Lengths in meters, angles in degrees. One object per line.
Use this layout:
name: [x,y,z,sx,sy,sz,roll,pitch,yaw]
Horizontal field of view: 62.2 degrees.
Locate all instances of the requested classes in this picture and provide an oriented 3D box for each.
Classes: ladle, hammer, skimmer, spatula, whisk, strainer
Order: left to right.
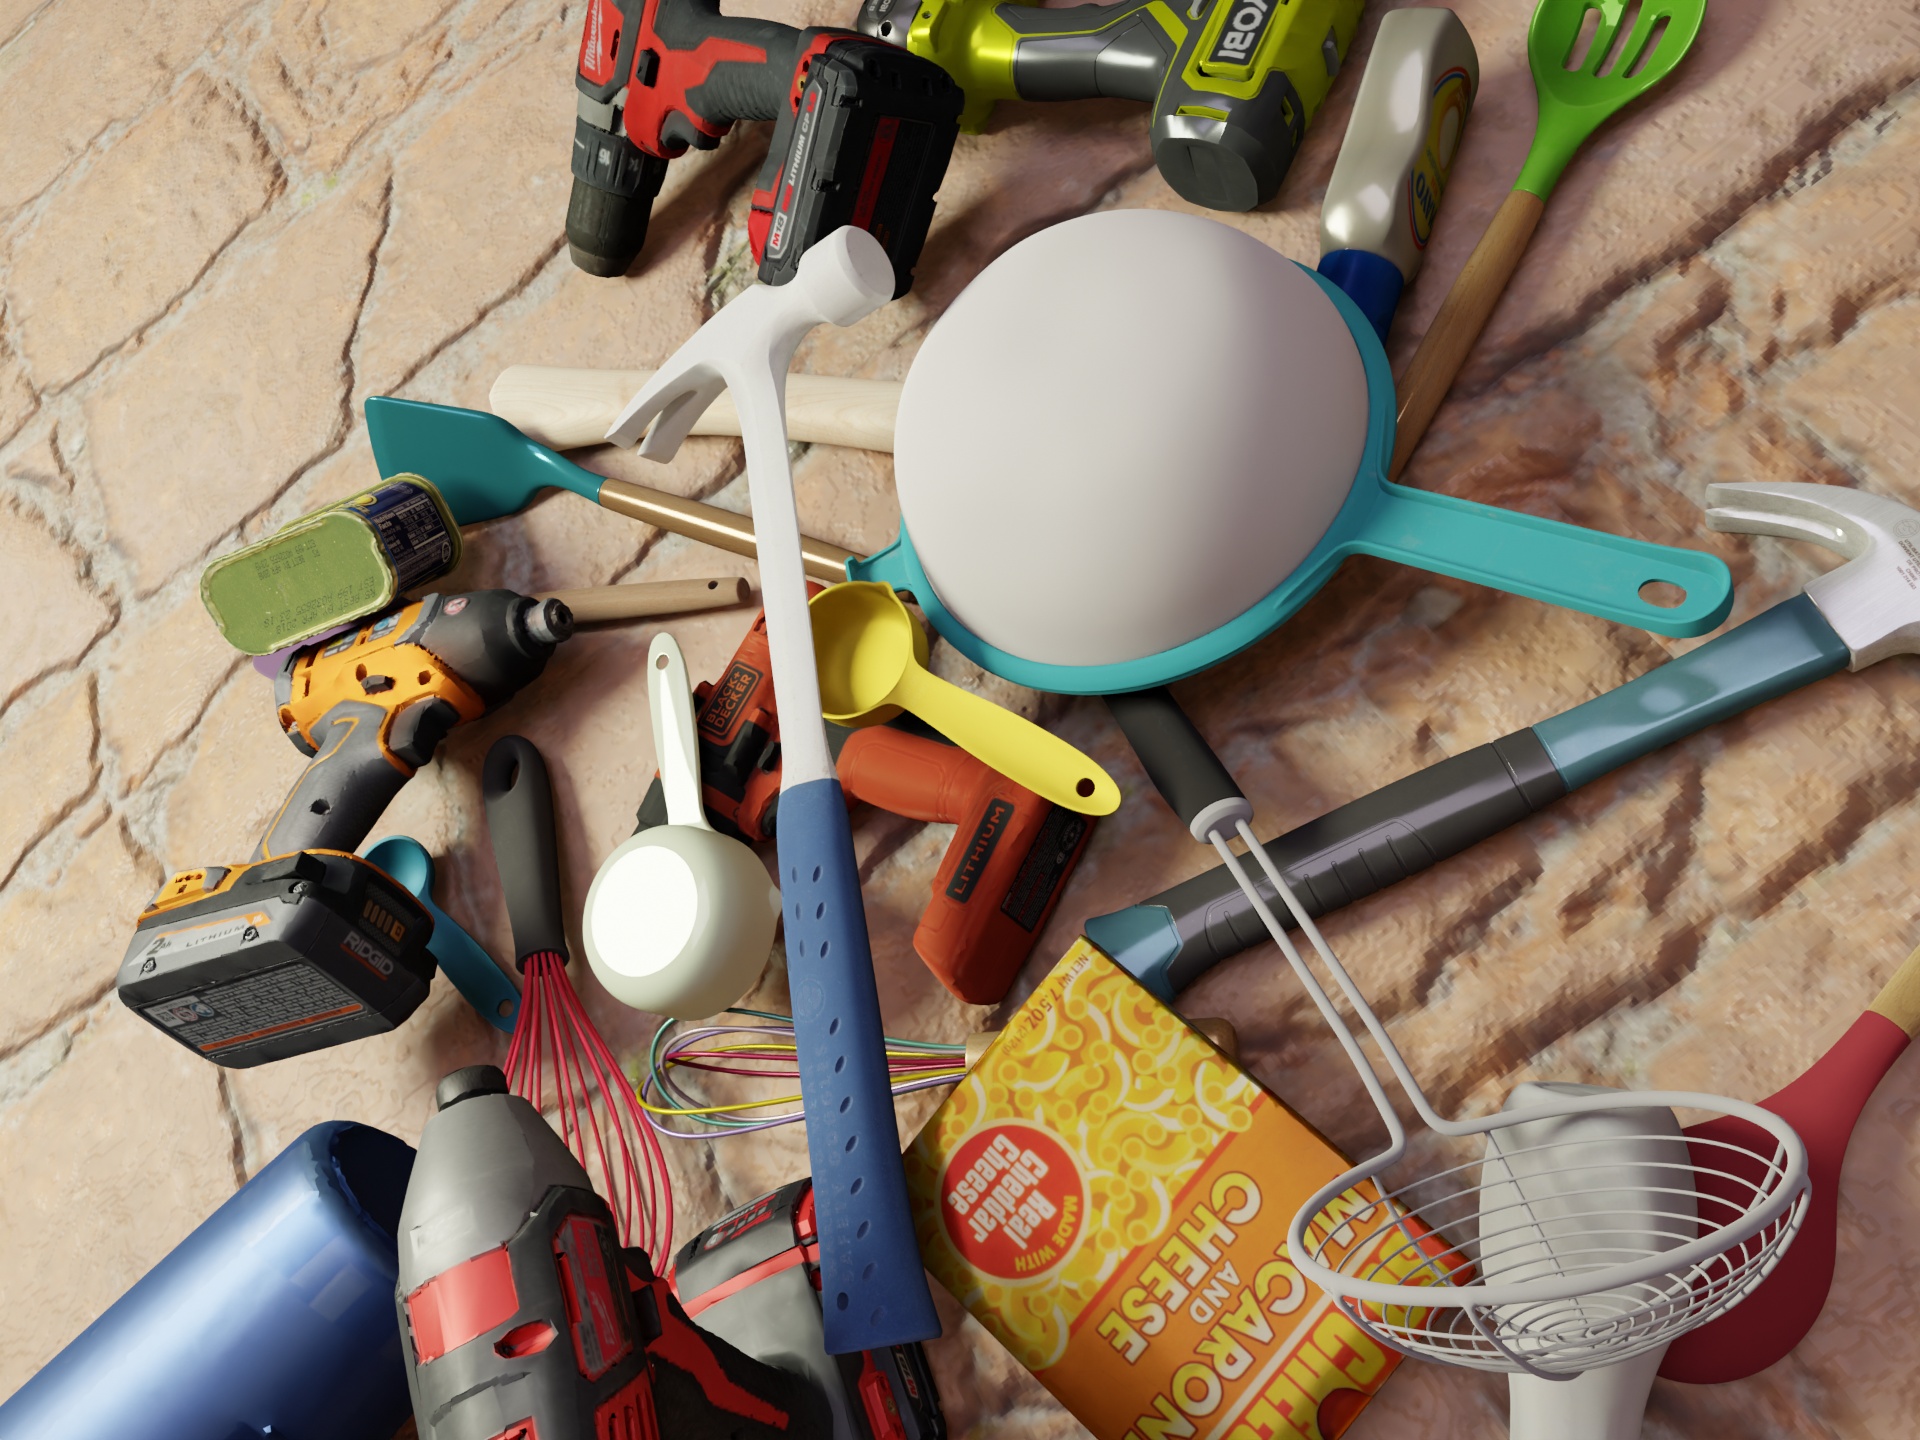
spatula: [-0.245,-0.052,0.815,0.316,0.018,0.060,-4,62,24]
whisk: [-0.179,0.121,0.689,0.073,0.073,0.296,-29,53,11]
spatula: [-0.160,-0.099,0.781,0.318,0.082,0.044,19,42,26]
hammer: [-0.061,0.017,0.588,0.144,0.035,0.406,-24,64,33]
hammer: [-0.061,-0.157,0.768,0.411,0.038,0.146,9,71,28]
whisk: [-0.015,0.131,0.618,0.245,0.047,0.051,-8,77,17]
strainer: [0.100,-0.103,0.575,0.341,0.095,0.211,22,77,37]
skimmer: [0.109,0.048,0.506,0.127,0.090,0.364,-17,39,-8]
hammer: [0.199,0.021,0.570,0.331,0.033,0.128,-27,60,12]
ladle: [0.309,0.078,0.499,0.315,0.031,0.069,-48,56,-3]

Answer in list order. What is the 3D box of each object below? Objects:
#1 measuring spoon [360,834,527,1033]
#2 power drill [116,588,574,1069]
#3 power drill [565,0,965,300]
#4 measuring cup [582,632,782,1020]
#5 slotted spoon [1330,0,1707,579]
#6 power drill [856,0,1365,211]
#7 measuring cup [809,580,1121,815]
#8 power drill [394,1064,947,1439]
measuring spoon: [-0.240,0.104,0.749,0.129,0.021,0.042,41,84,24]
power drill: [-0.263,0.031,0.717,0.164,0.084,0.227,-17,42,23]
power drill: [-0.119,-0.283,0.797,0.227,0.080,0.187,39,123,30]
measuring cup: [-0.121,0.037,0.643,0.083,0.038,0.168,-19,68,22]
slotted spoon: [0.221,-0.195,0.661,0.070,0.031,0.314,25,82,31]
power drill: [0.083,-0.350,0.765,0.229,0.080,0.190,19,77,27]
measuring cup: [-0.001,-0.002,0.614,0.157,0.029,0.062,30,88,25]
power drill: [-0.095,0.195,0.517,0.078,0.219,0.143,-30,59,10]
